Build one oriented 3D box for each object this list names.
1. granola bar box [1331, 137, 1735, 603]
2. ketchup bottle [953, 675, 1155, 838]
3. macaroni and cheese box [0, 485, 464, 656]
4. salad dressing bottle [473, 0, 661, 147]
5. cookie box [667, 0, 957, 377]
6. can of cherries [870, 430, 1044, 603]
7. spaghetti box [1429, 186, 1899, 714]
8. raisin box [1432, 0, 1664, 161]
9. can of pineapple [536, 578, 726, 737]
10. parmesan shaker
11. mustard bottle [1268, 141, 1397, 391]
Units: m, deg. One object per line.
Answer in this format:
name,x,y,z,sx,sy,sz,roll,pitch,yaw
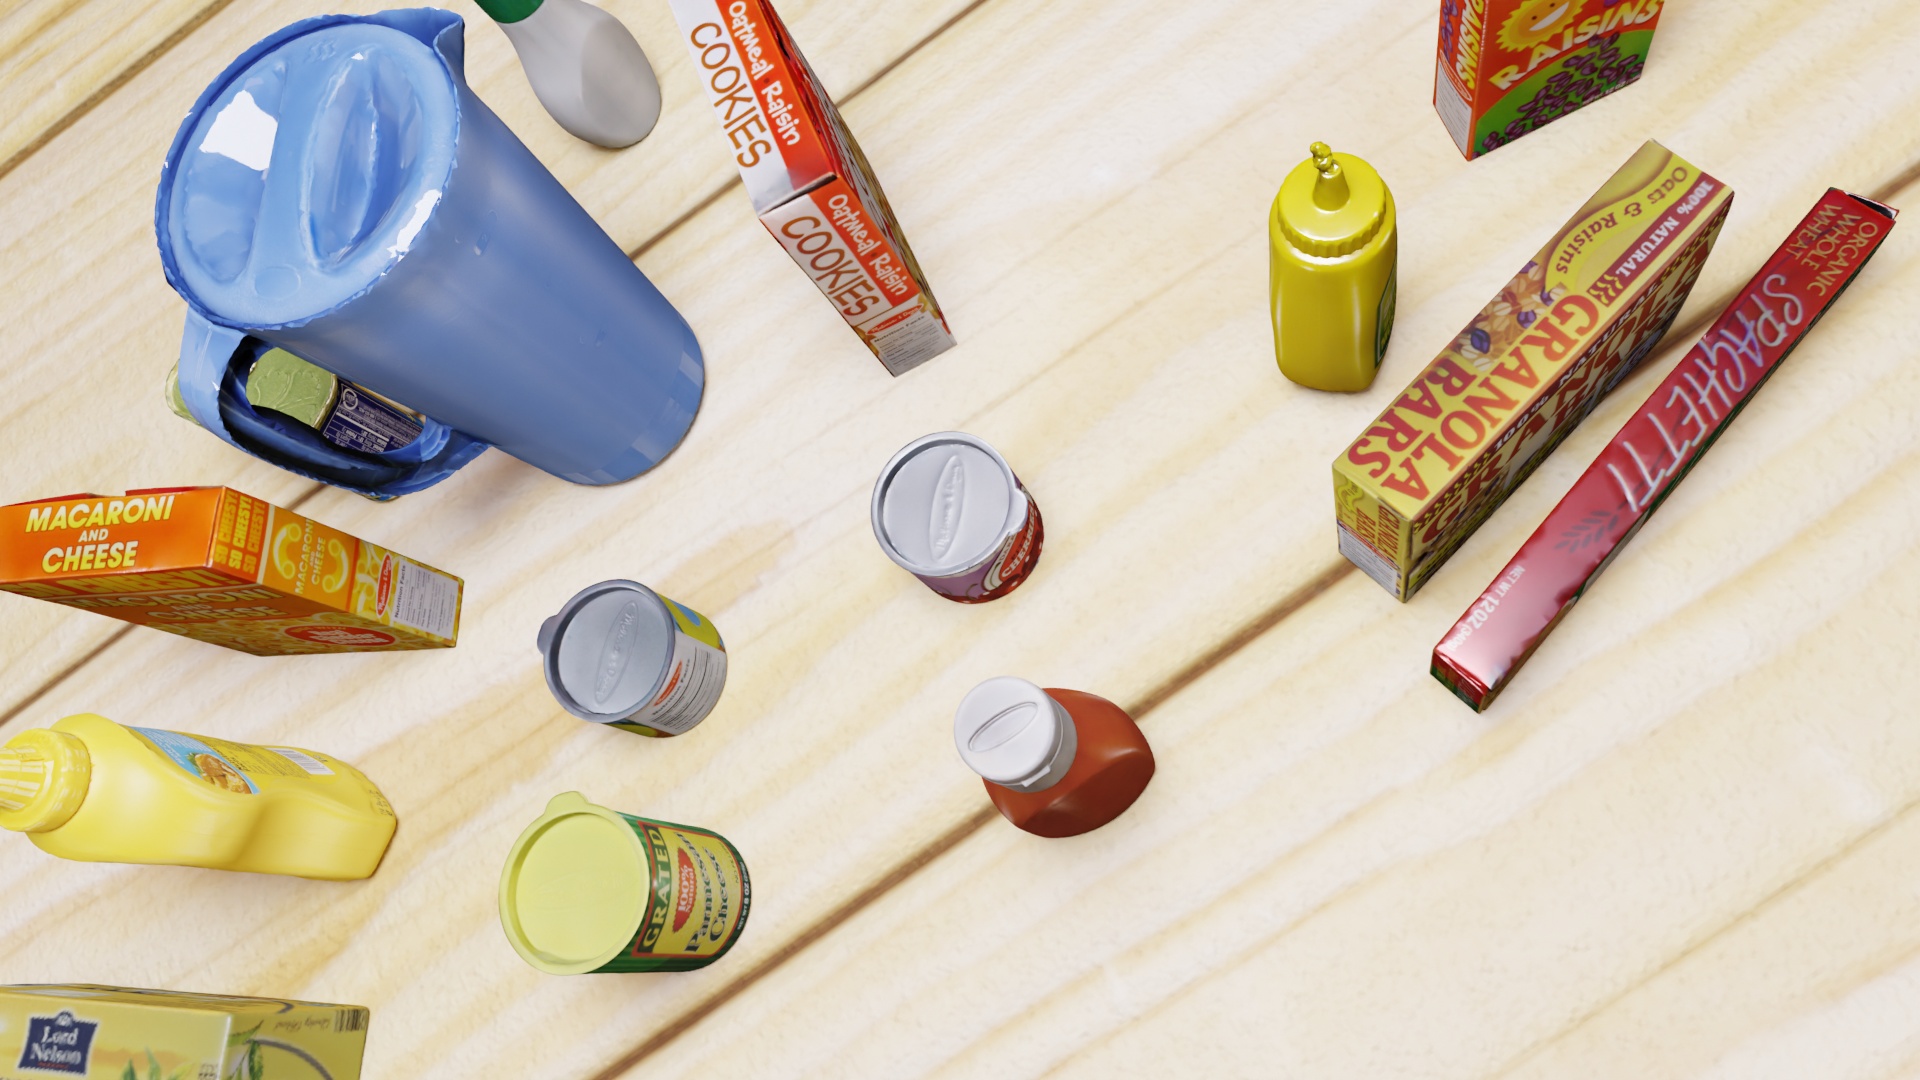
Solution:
granola bar box,0.218,-0.058,0.543,0.165,0.124,0.039,-46,67,-1
ketchup bottle,0.035,0.084,0.539,0.064,0.148,0.043,-34,68,4
macaroni and cheese box,-0.340,0.019,0.658,0.124,0.166,0.040,-4,73,15
salad dressing bottle,-0.208,-0.260,0.715,0.044,0.147,0.064,14,78,20
cookie box,-0.062,-0.163,0.632,0.040,0.167,0.123,-27,68,7
can of cherries,0.002,-0.008,0.625,0.071,0.058,0.071,-5,73,15
spaghetti box,0.279,-0.035,0.558,0.029,0.050,0.250,40,88,23
raisin box,0.248,-0.223,0.585,0.086,0.123,0.040,-24,69,8
can of pineapple,-0.152,0.056,0.651,0.071,0.057,0.071,-5,73,15
parmesan shaker,-0.139,0.148,0.594,0.071,0.103,0.071,-5,73,15
mustard bottle,0.150,-0.113,0.559,0.049,0.160,0.065,10,77,19
